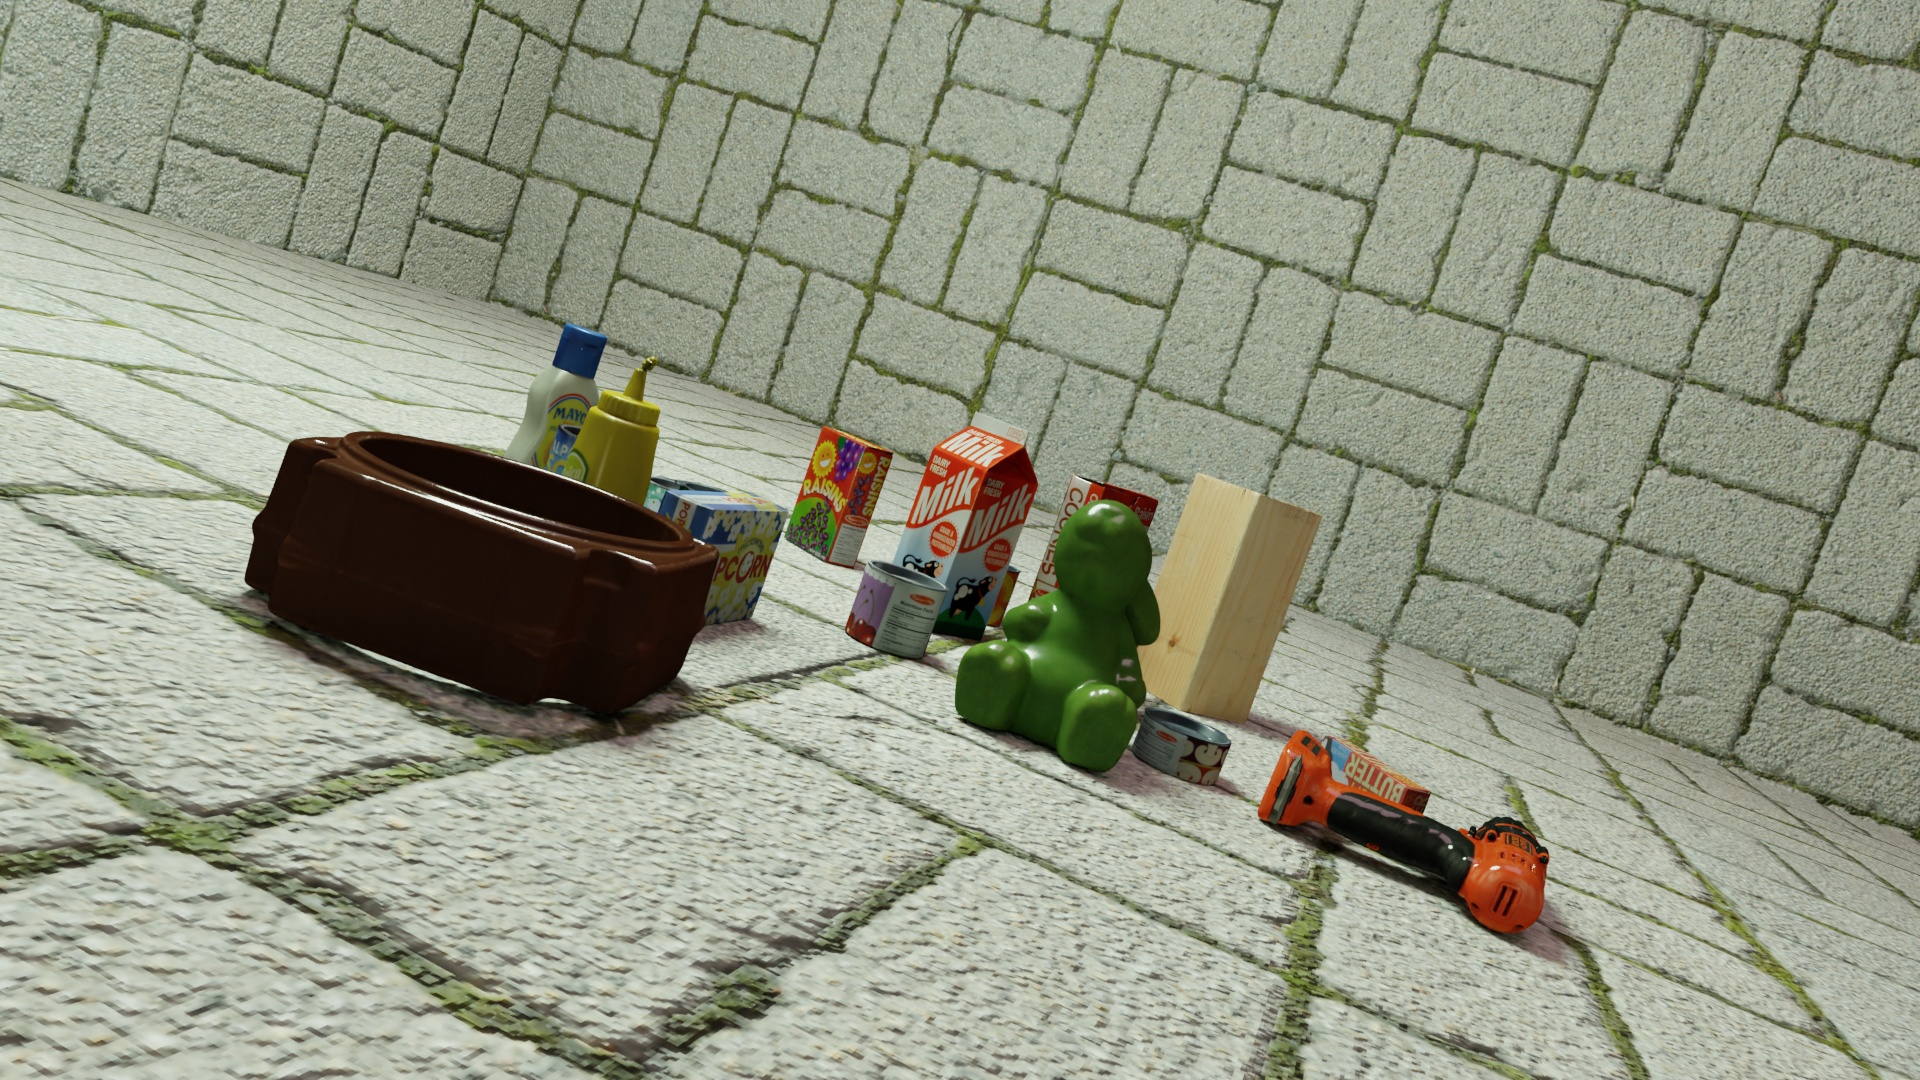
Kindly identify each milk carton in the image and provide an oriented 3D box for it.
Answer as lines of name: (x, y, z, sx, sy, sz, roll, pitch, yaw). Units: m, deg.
milk carton: (0.004, -0.015, 1.222, 0.072, 0.190, 0.073, 25, 8, 43)

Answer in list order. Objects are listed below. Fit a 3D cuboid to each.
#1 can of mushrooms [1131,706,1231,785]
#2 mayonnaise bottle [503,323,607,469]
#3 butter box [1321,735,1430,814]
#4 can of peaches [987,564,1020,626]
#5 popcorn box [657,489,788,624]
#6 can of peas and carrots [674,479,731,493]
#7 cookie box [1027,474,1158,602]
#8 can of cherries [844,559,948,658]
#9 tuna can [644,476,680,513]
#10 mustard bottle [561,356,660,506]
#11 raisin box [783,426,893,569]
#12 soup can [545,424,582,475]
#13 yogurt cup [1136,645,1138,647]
can of mushrooms: (0.161, 0.149, 1.004, 0.071, 0.033, 0.071, 19, 6, -2)
mayonnaise bottle: (-0.337, -0.107, 1.169, 0.041, 0.148, 0.065, 25, 8, 43)
butter box: (0.292, 0.184, 1.005, 0.024, 0.053, 0.103, 17, 6, -22)
can of peaches: (0.016, 0.045, 1.348, 0.071, 0.058, 0.071, 19, 6, -2)
popcorn box: (-0.169, 0.012, 0.943, 0.038, 0.085, 0.127, 21, 6, 15)
can of peas and carrots: (-0.210, -0.012, 1.145, 0.071, 0.058, 0.071, 19, 6, -2)
cookie box: (0.124, 0.026, 1.333, 0.040, 0.167, 0.123, 23, 7, 31)
can of cherries: (-0.051, 0.052, 1.076, 0.071, 0.058, 0.071, 19, 6, -2)
tuna can: (-0.267, -0.035, 1.289, 0.071, 0.032, 0.071, 19, 6, -2)
mustard bottle: (-0.231, -0.046, 0.910, 0.049, 0.160, 0.065, 15, 7, -38)
raisin box: (-0.122, -0.044, 1.394, 0.040, 0.123, 0.086, 15, 7, -40)
soup can: (-0.279, -0.037, 1.031, 0.071, 0.083, 0.071, 19, 6, -2)
yogurt cup: (0.118, 0.098, 1.215, 0.072, 0.054, 0.072, 19, 6, -2)
